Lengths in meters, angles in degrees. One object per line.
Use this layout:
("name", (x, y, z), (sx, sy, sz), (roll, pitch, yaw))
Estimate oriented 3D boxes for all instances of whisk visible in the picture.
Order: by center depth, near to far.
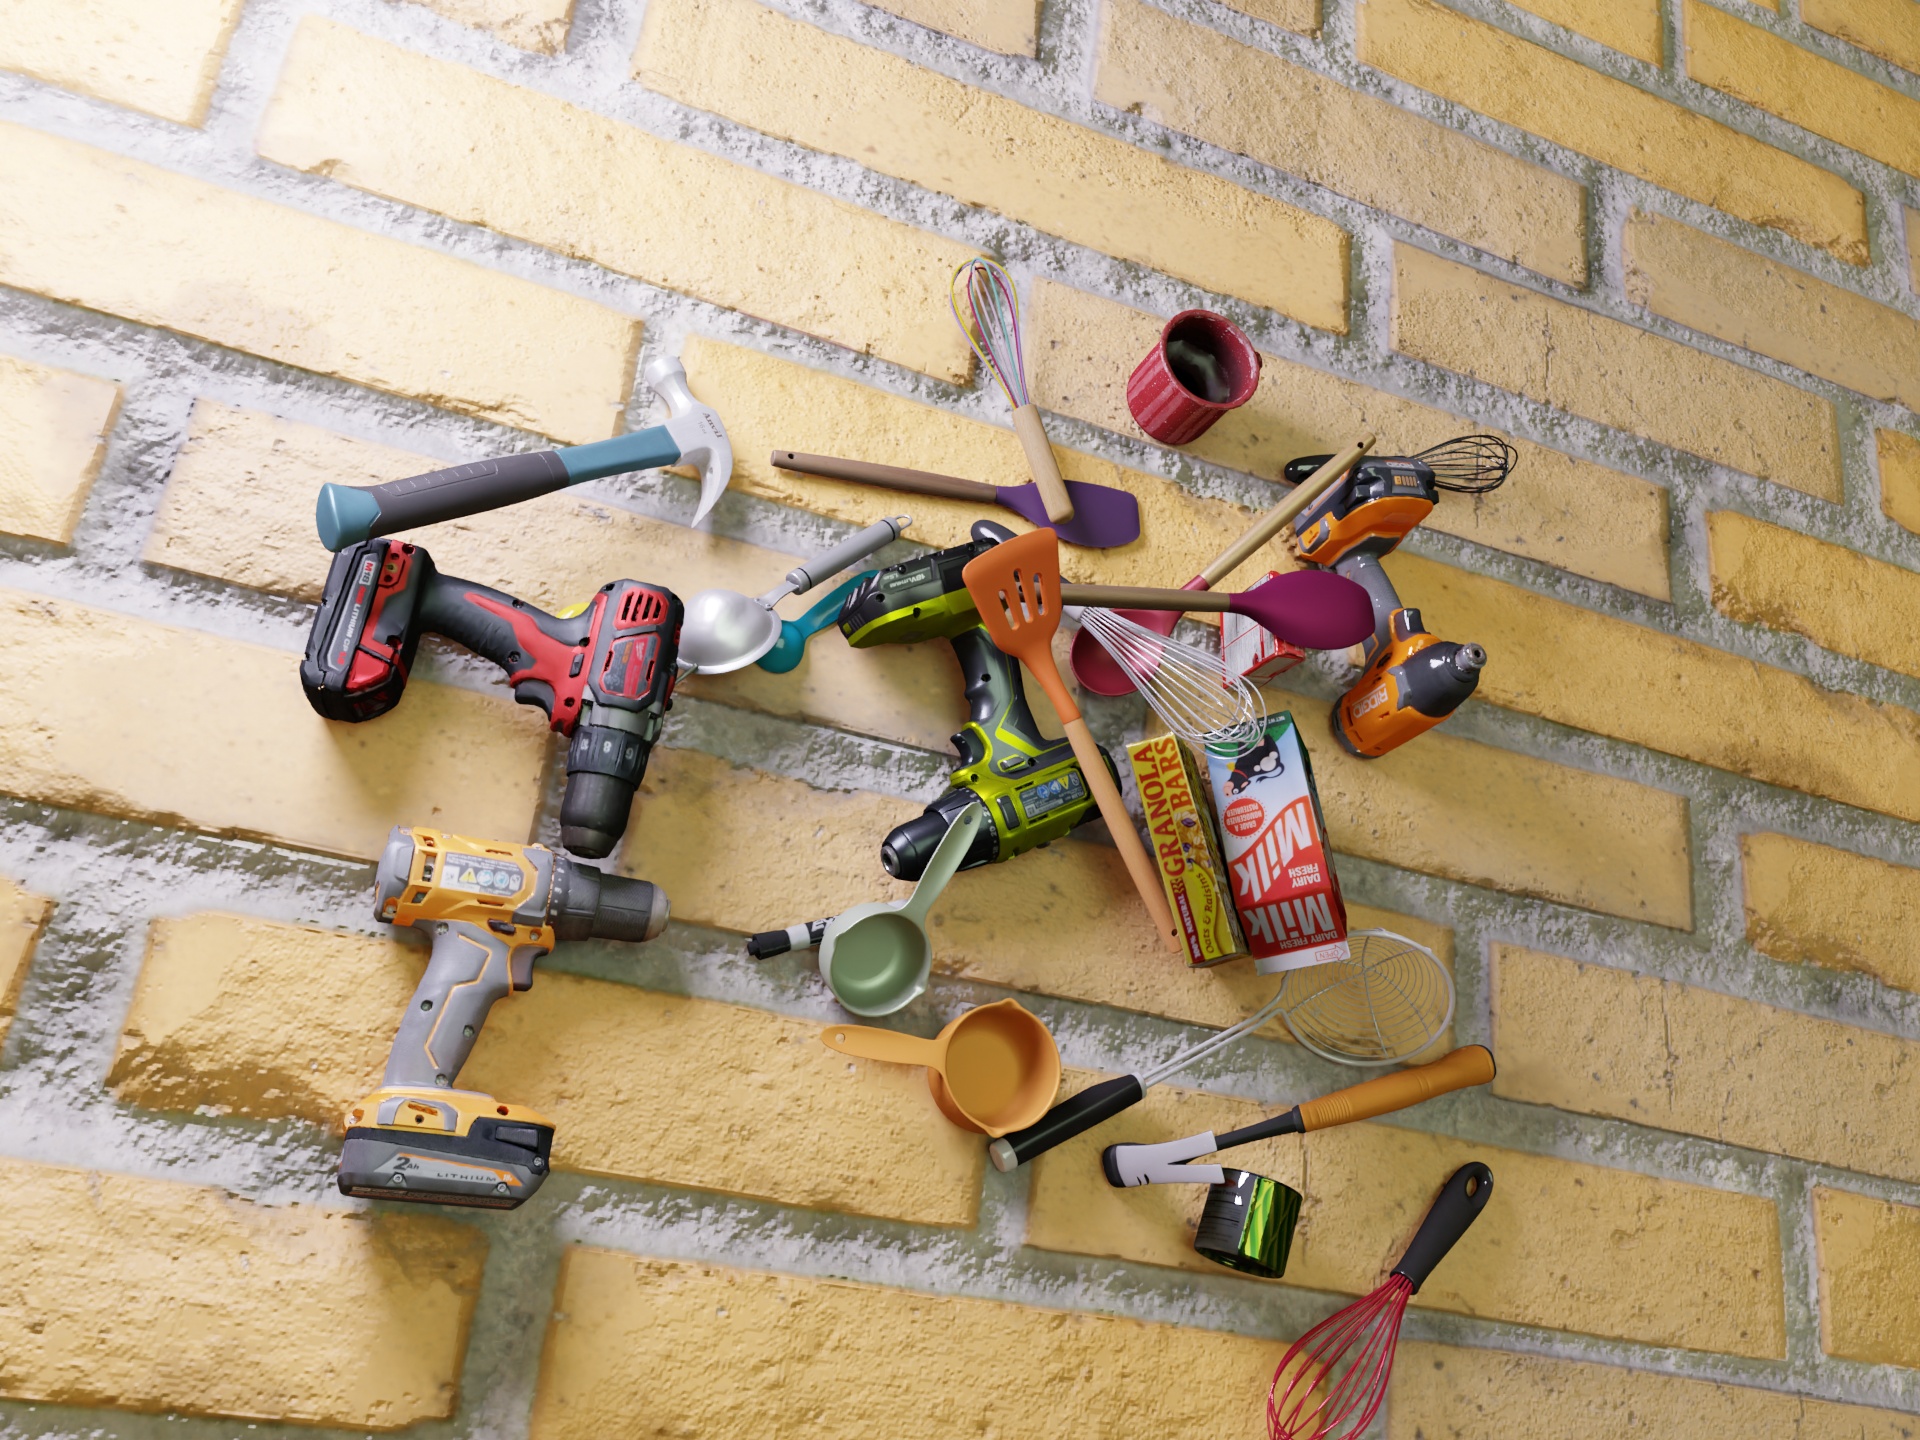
("whisk", (0.315, 0.426, 1.167), (0.296, 0.073, 0.073), (-38, 89, -34))
("whisk", (0.116, -0.068, 1.225), (0.285, 0.070, 0.070), (39, 61, 16))
("whisk", (0.048, -0.274, 1.297), (0.047, 0.051, 0.245), (-10, 74, -31))
("whisk", (0.397, -0.228, 1.427), (0.239, 0.055, 0.055), (-5, 74, -19))

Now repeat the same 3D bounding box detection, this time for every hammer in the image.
("hammer", (-0.287, -0.170, 1.083), (0.331, 0.033, 0.128), (-26, 81, -47))
("hammer", (0.273, 0.287, 1.171), (0.336, 0.127, 0.034), (-7, 77, -30))

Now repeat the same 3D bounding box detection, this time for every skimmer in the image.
("skimmer", (0.195, 0.254, 1.156), (0.363, 0.090, 0.127), (-21, 119, -23))

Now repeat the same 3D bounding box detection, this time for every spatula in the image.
("spatula", (0.094, 0.021, 1.148), (0.081, 0.041, 0.322), (-26, 93, -21))
("spatula", (0.003, -0.182, 1.269), (0.315, 0.018, 0.060), (7, 67, -20))

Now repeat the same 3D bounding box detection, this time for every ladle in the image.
("ladle", (0.213, -0.129, 1.273), (0.315, 0.031, 0.069), (-40, 84, -5))

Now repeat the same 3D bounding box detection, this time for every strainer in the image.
("strainer", (-0.126, -0.101, 1.170), (0.087, 0.050, 0.258), (27, 46, 32))

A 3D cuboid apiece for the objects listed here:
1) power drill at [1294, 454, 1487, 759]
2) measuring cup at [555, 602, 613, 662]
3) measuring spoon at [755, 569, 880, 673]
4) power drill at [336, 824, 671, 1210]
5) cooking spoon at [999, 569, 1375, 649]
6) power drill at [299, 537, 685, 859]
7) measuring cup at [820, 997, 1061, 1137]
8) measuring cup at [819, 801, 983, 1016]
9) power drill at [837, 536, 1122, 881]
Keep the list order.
("power drill", (0.355, -0.099, 1.301), (0.084, 0.164, 0.227), (0, 70, -21))
("measuring cup", (-0.307, -0.067, 1.099), (0.156, 0.029, 0.062), (15, 67, -18))
("measuring spoon", (-0.103, -0.081, 1.189), (0.128, 0.021, 0.042), (-38, 89, -28))
("power drill", (-0.284, 0.185, 0.998), (0.185, 0.084, 0.226), (11, 64, -19))
("cooking spoon", (0.179, -0.091, 1.209), (0.318, 0.017, 0.069), (1, 70, -20))
("power drill", (-0.304, -0.018, 1.039), (0.226, 0.080, 0.188), (12, 72, -10))
("measuring cup", (-0.019, 0.235, 1.100), (0.173, 0.052, 0.095), (13, 68, -15))
("measuring cup", (-0.038, 0.125, 1.106), (0.083, 0.038, 0.167), (35, 84, -27))
("power drill", (-0.002, -0.004, 1.171), (0.190, 0.080, 0.228), (-20, 86, -27))
